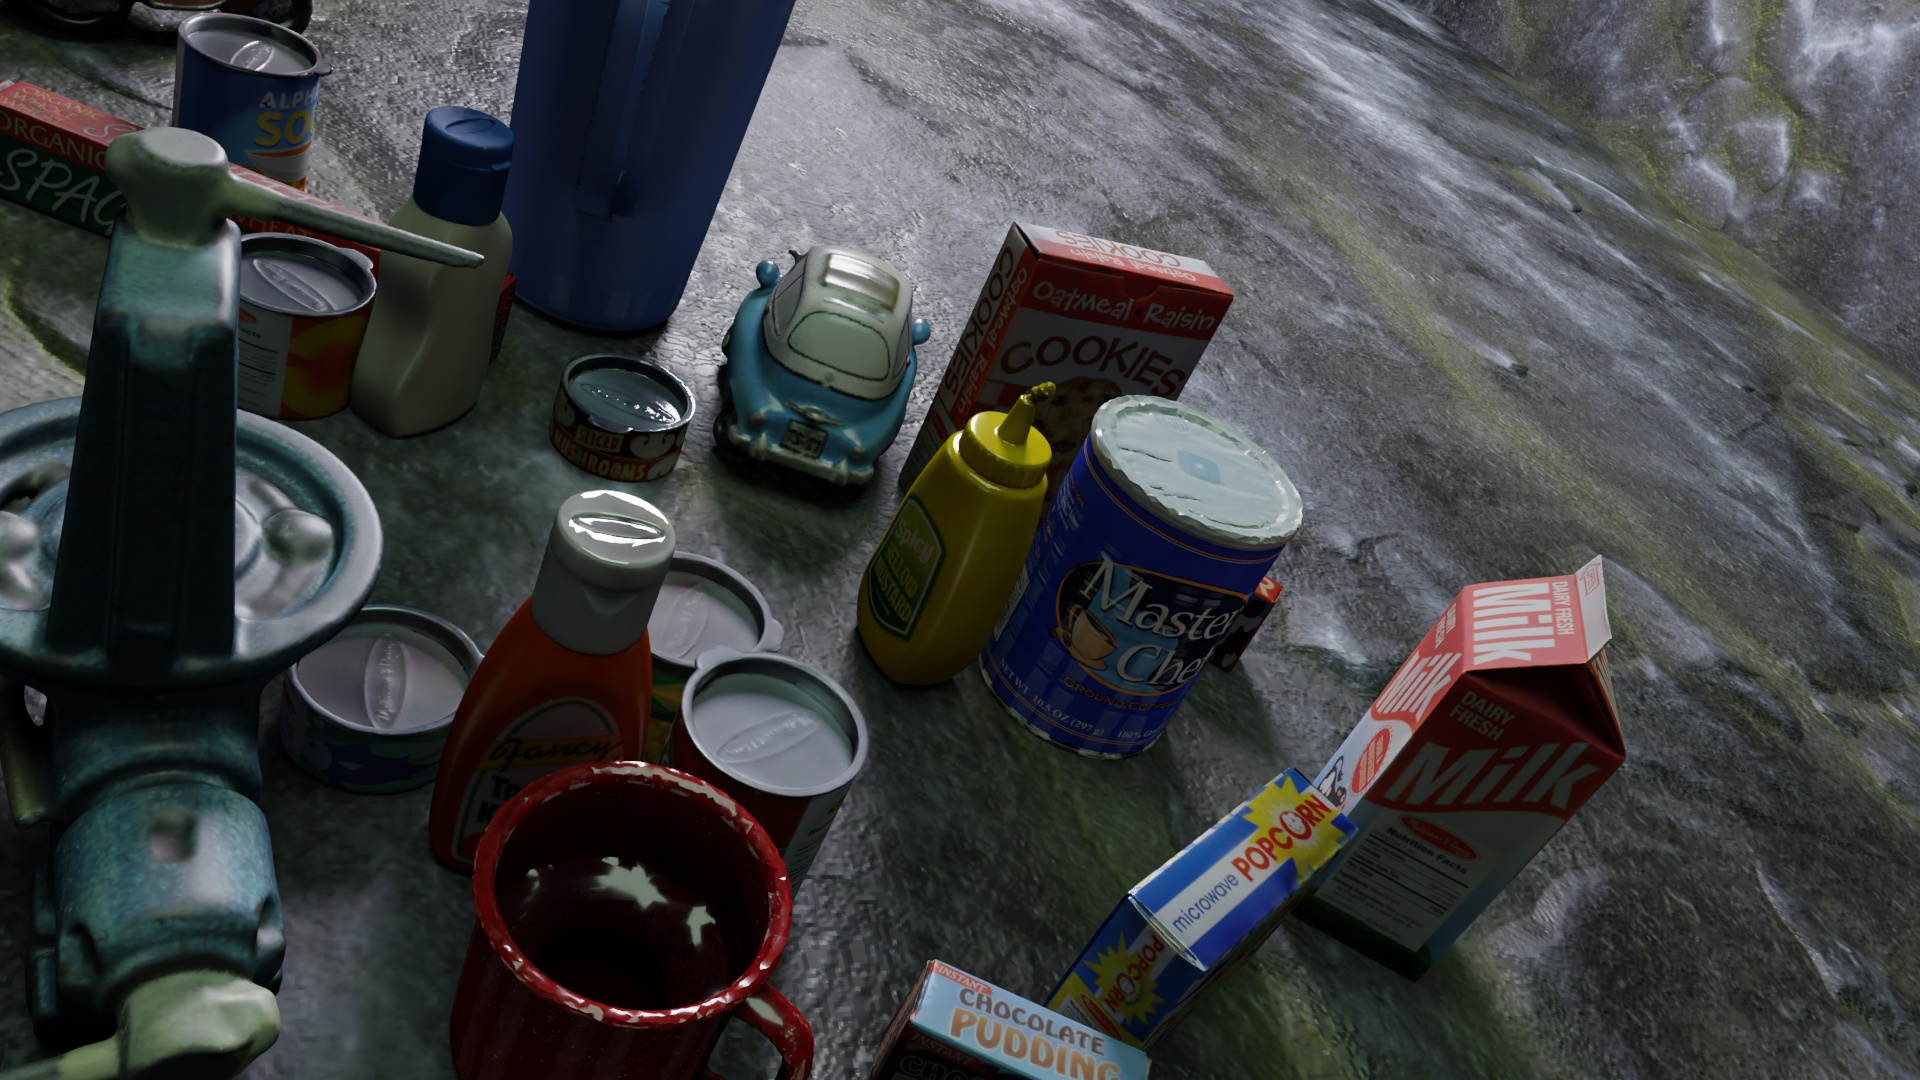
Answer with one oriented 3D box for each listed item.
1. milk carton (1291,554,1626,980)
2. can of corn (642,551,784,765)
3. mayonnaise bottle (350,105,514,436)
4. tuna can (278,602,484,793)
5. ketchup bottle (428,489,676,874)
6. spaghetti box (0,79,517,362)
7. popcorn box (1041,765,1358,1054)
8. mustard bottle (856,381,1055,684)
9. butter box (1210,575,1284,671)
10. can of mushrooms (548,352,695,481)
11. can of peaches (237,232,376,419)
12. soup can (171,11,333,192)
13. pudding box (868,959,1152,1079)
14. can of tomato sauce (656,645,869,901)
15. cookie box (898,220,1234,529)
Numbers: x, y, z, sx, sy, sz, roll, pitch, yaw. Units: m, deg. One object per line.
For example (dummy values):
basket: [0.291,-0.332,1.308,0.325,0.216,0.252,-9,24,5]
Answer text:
milk carton: [0.217,0.092,0.595,0.073,0.189,0.073,29,33,3]
can of corn: [-0.112,0.048,0.553,0.071,0.058,0.071,18,34,-12]
mayonnaise bottle: [-0.232,-0.119,0.621,0.041,0.147,0.065,32,33,9]
tuna can: [-0.206,0.057,0.501,0.071,0.032,0.071,18,34,-12]
ketchup bottle: [-0.130,0.050,0.456,0.065,0.148,0.044,9,37,-25]
spaghetti box: [-0.346,-0.151,0.677,0.250,0.050,0.029,21,33,-8]
popcorn box: [0.091,0.147,0.530,0.038,0.084,0.127,42,36,23]
mustard bottle: [0.002,-0.008,0.615,0.049,0.159,0.065,-1,42,-35]
butter box: [0.116,0.021,0.750,0.103,0.052,0.024,33,33,11]
can of mushrooms: [-0.168,-0.060,0.687,0.071,0.033,0.071,18,34,-12]
can of peaches: [-0.301,-0.097,0.626,0.071,0.057,0.071,18,34,-12]
soup can: [-0.371,-0.219,0.724,0.071,0.083,0.072,18,34,-12]
pudding box: [0.016,0.180,0.466,0.084,0.049,0.030,25,33,-2]
can of tomato sauce: [-0.079,0.091,0.494,0.071,0.082,0.071,18,34,-12]
cookie box: [0.054,-0.080,0.743,0.123,0.166,0.040,4,39,-30]
